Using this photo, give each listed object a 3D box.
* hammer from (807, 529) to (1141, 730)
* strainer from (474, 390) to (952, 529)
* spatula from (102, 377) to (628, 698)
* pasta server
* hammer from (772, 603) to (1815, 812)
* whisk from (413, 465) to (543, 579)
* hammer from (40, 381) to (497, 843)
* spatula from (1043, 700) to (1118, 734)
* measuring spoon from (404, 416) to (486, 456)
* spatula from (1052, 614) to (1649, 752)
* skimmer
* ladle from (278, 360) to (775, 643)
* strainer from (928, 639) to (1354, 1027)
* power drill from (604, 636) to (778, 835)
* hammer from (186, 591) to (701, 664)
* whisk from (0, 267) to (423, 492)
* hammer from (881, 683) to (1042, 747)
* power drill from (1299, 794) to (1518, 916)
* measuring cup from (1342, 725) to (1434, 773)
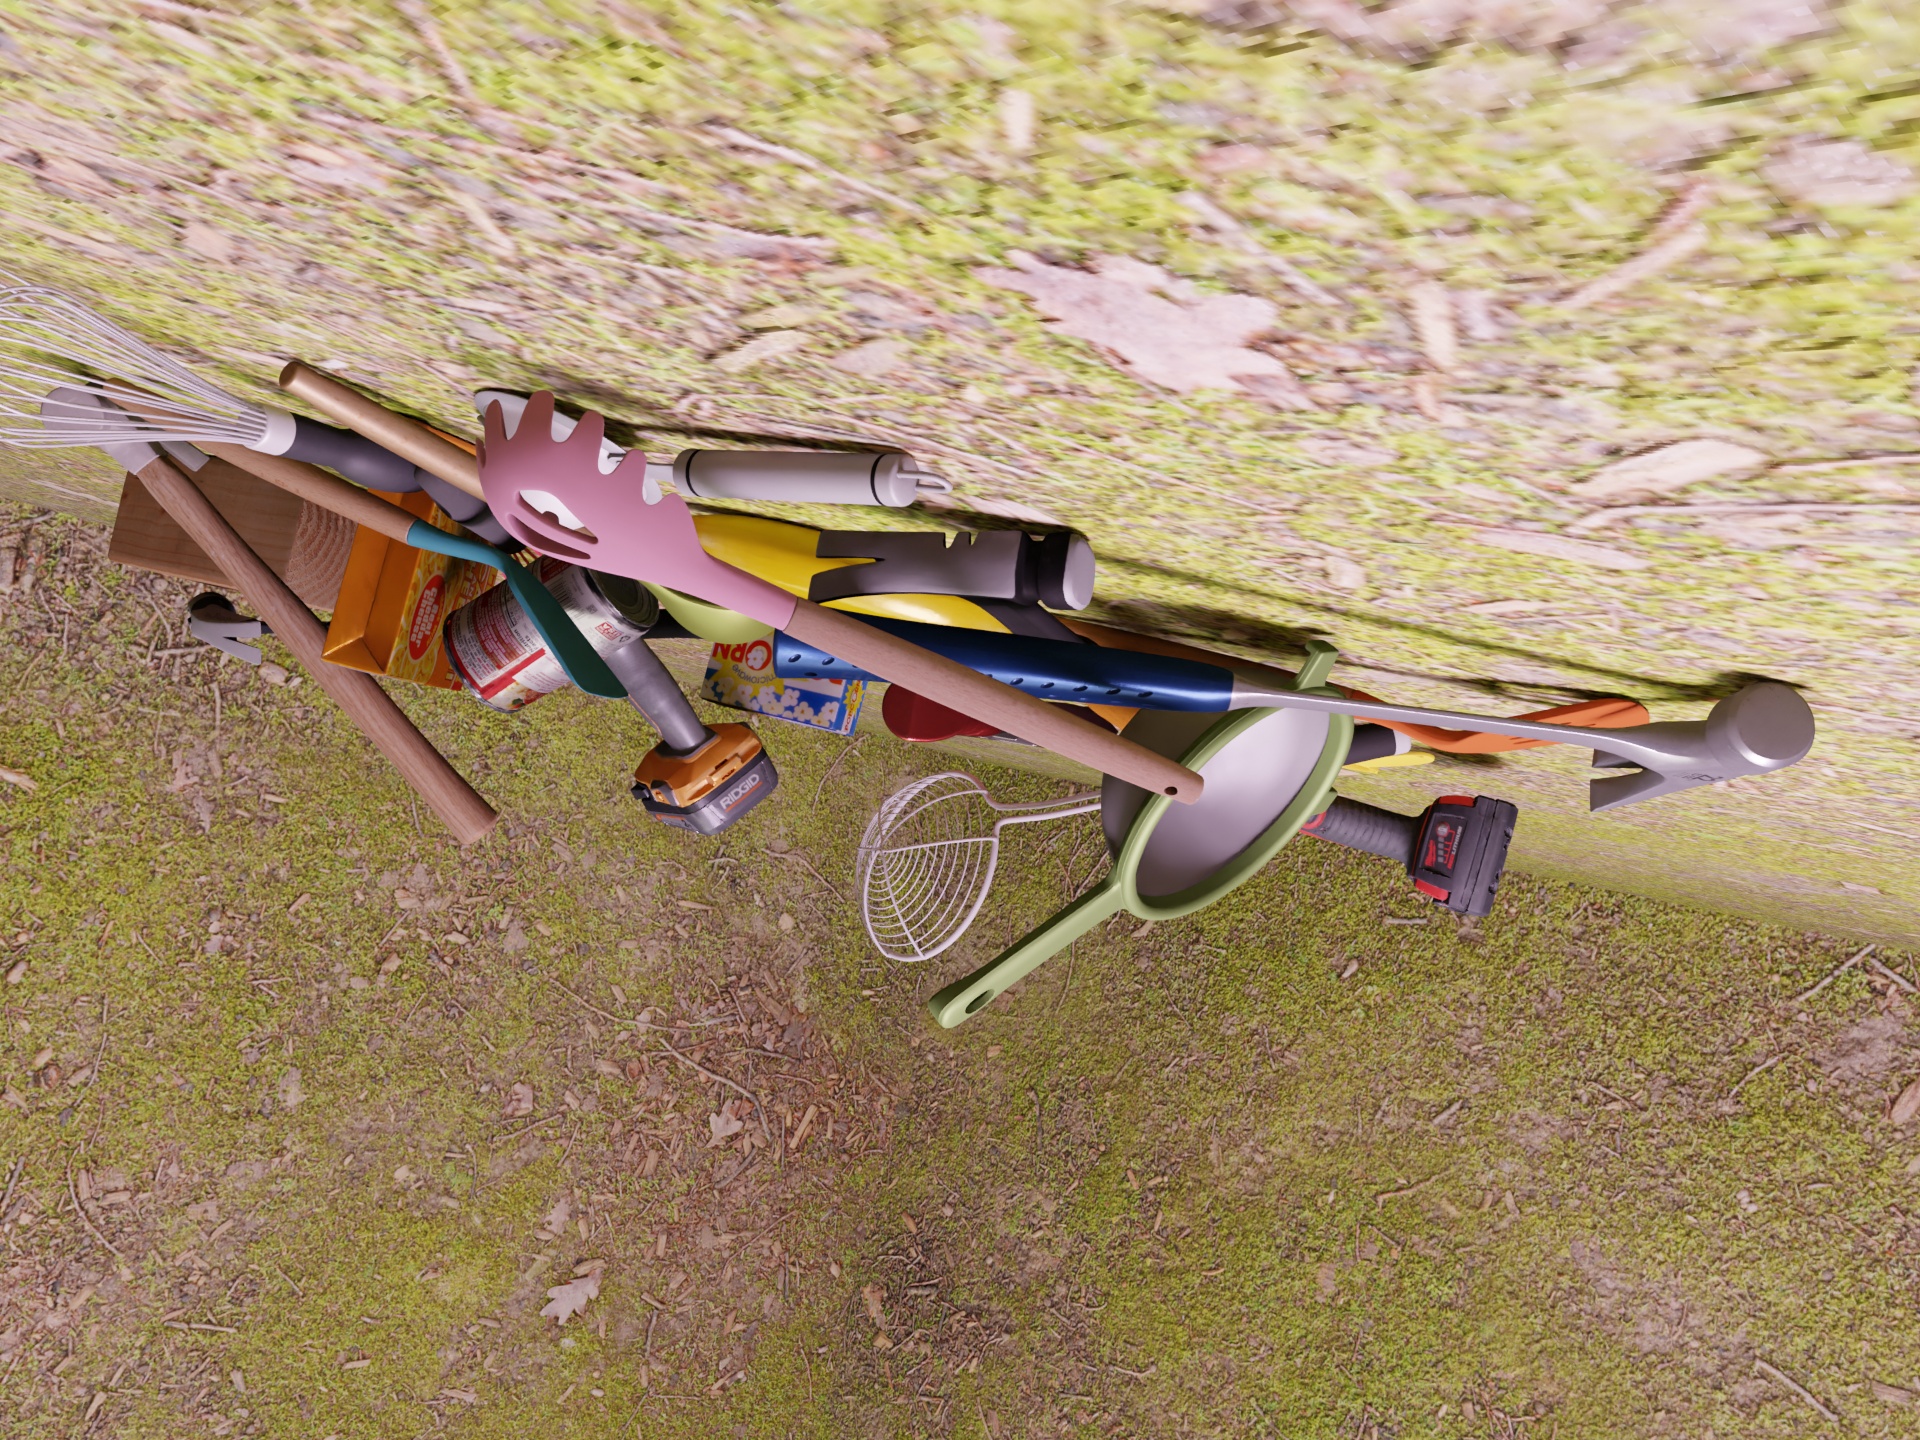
[{"bbox_3d":[0.053,-0.029,0.807,0.127,0.034,0.336,3,168,25],"label":"hammer"},{"bbox_3d":[-0.112,-0.098,0.631,0.258,0.050,0.086,8,160,33],"label":"strainer"},{"bbox_3d":[-0.312,-0.099,0.828,0.317,0.044,0.082,26,-178,5],"label":"spatula"},{"bbox_3d":[-0.040,-0.037,0.620,0.316,0.040,0.060,23,138,-16],"label":"pasta server"},{"bbox_3d":[0.124,-0.009,0.677,0.405,0.035,0.144,7,169,2],"label":"hammer"},{"bbox_3d":[-0.257,-0.104,0.935,0.073,0.073,0.295,13,173,4],"label":"whisk"},{"bbox_3d":[-0.391,-0.058,0.932,0.331,0.031,0.130,52,176,-17],"label":"hammer"},{"bbox_3d":[0.091,-0.004,1.074,0.060,0.018,0.316,21,-174,11],"label":"spatula"},{"bbox_3d":[-0.248,-0.132,0.806,0.021,0.011,0.116,12,177,22],"label":"measuring spoon"},{"bbox_3d":[0.184,-0.023,0.829,0.323,0.041,0.081,16,178,30],"label":"spatula"},{"bbox_3d":[0.106,0.064,1.022,0.363,0.127,0.090,-12,141,0],"label":"skimmer"},{"bbox_3d":[-0.198,-0.111,0.806,0.078,0.062,0.319,32,-178,37],"label":"ladle"},{"bbox_3d":[0.078,0.054,0.792,0.069,0.256,0.151,49,168,33],"label":"strainer"},{"bbox_3d":[-0.250,-0.029,1.199,0.185,0.084,0.226,5,131,58],"label":"power drill"},{"bbox_3d":[-0.387,-0.076,1.271,0.408,0.036,0.149,-3,-167,-31],"label":"hammer"},{"bbox_3d":[-0.341,-0.141,0.722,0.070,0.070,0.284,12,-178,24],"label":"whisk"},{"bbox_3d":[-0.002,-0.003,1.023,0.149,0.037,0.359,10,180,12],"label":"hammer"},{"bbox_3d":[0.261,0.066,1.106,0.227,0.080,0.187,16,177,13],"label":"power drill"},{"bbox_3d":[0.278,0.015,1.069,0.062,0.029,0.156,14,174,-12],"label":"measuring cup"}]
